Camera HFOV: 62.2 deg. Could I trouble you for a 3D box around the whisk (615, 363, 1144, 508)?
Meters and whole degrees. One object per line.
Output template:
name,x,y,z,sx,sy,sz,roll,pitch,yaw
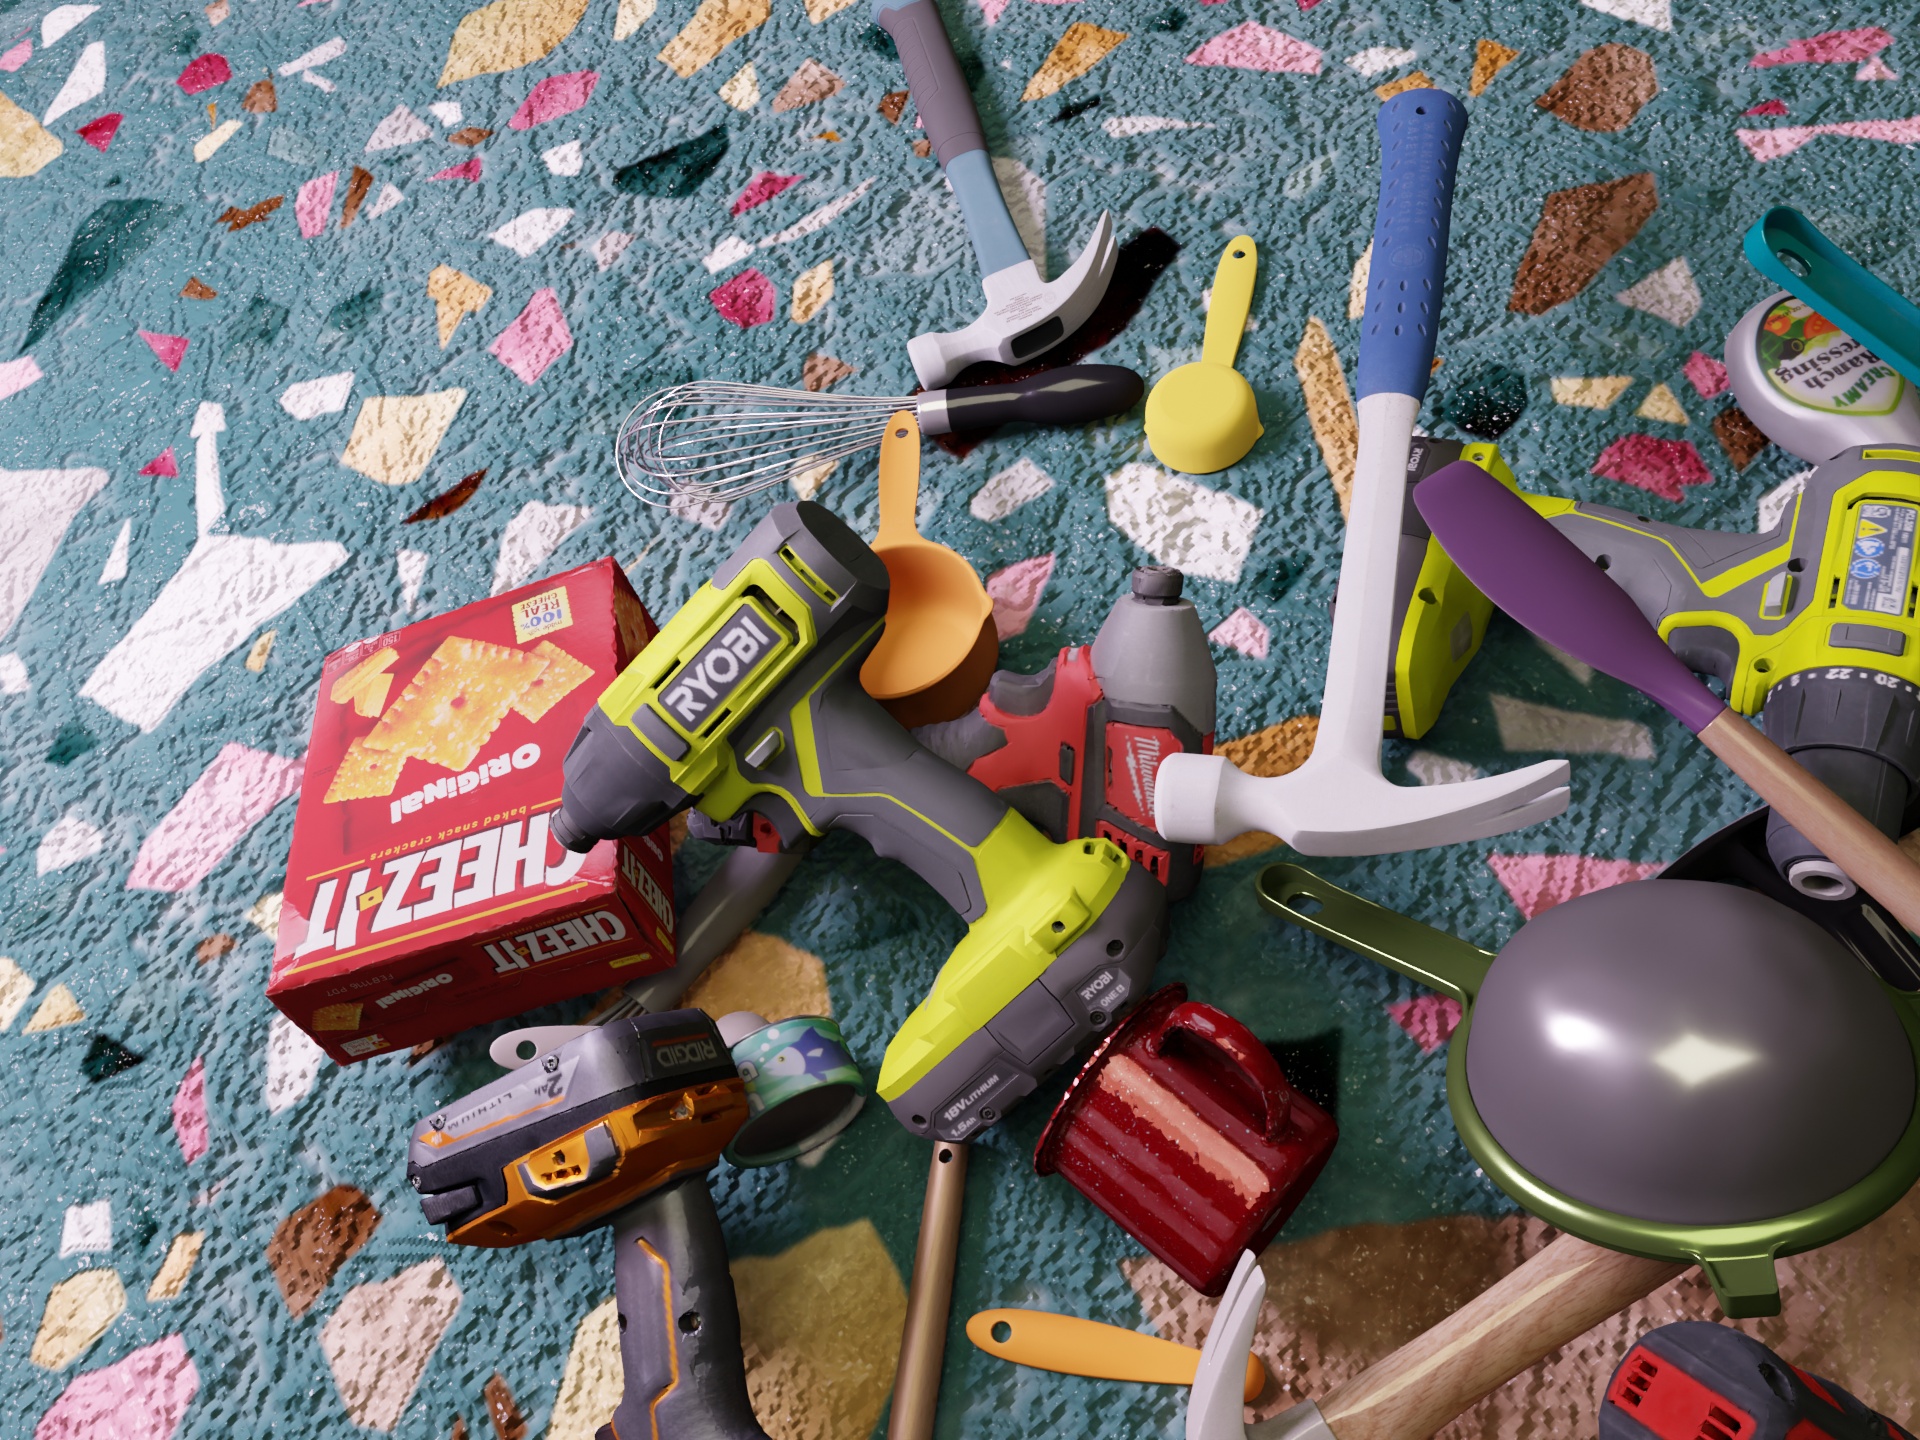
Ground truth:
whisk,-0.045,-0.160,0.840,0.284,0.070,0.070,-7,60,6

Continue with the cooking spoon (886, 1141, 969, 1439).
cooking spoon,-0.026,0.309,0.589,0.069,0.017,0.319,0,62,17

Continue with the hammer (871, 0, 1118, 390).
hammer,0.000,-0.336,0.939,0.128,0.033,0.331,-19,58,5

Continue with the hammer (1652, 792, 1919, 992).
hammer,0.378,0.167,0.546,0.127,0.034,0.337,-27,58,-1

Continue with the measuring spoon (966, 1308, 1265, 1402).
measuring spoon,0.057,0.241,0.608,0.117,0.011,0.021,3,62,18

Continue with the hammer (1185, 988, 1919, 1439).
hammer,0.222,0.179,0.539,0.331,0.031,0.130,-33,91,-2

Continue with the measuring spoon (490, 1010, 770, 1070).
measuring spoon,-0.136,0.141,0.678,0.124,0.018,0.034,4,77,-20

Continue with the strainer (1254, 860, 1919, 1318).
strainer,0.198,0.080,0.554,0.151,0.069,0.257,-36,35,-25

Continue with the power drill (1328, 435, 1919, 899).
power drill,0.274,-0.033,0.645,0.228,0.080,0.191,11,61,27

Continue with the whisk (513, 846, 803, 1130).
whisk,-0.142,0.125,0.711,0.055,0.055,0.239,30,69,28

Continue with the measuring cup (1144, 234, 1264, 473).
measuring cup,0.133,-0.199,0.824,0.062,0.029,0.157,6,65,19

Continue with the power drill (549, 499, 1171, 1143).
power drill,-0.043,0.049,0.625,0.223,0.080,0.171,45,107,-3

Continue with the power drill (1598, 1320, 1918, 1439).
power drill,0.221,0.306,0.457,0.227,0.187,0.080,-55,18,-7

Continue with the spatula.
spatula,0.279,0.019,0.549,0.060,0.018,0.316,-31,69,-36

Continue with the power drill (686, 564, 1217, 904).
power drill,-0.001,-0.002,0.678,0.219,0.078,0.143,6,108,10

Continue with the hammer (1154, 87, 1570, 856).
hammer,0.185,-0.123,0.668,0.144,0.035,0.406,3,58,20

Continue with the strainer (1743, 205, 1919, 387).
strainer,0.448,-0.100,0.572,0.340,0.095,0.211,40,69,7

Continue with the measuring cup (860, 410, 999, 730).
measuring cup,-0.025,-0.073,0.787,0.095,0.052,0.174,-7,58,12

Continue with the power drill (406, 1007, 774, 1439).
power drill,-0.124,0.241,0.591,0.164,0.084,0.227,-29,74,21
